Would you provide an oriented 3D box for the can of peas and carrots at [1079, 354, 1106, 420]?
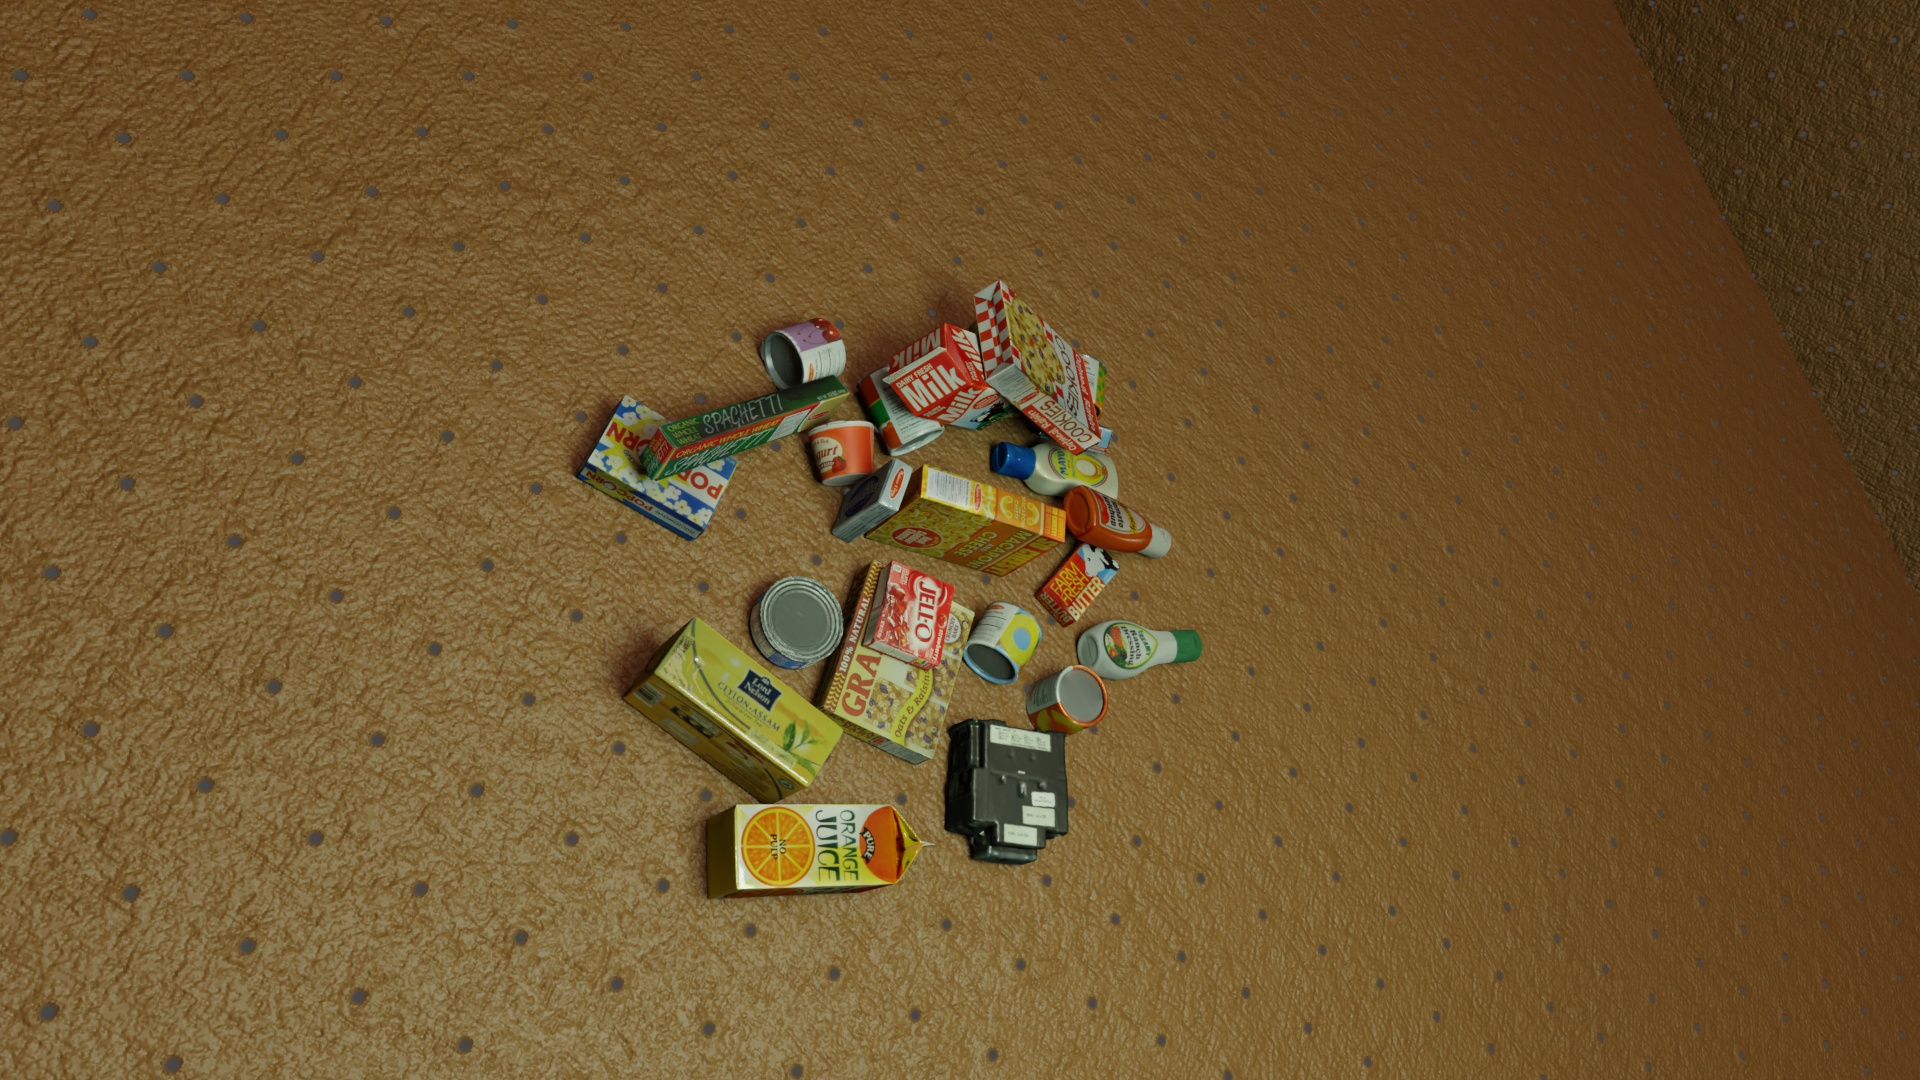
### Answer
[{"bbox_3d":[0.134,-0.171,1.603,0.071,0.070,0.059,20,61,-24],"label":"can of peas and carrots"}]

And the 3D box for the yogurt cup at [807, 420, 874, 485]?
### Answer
[{"bbox_3d":[-0.118,-0.087,1.410,0.072,0.072,0.054,-4,80,-33],"label":"yogurt cup"}]

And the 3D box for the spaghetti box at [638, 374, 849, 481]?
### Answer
[{"bbox_3d":[-0.203,-0.111,1.337,0.029,0.050,0.251,51,38,10],"label":"spaghetti box"}]

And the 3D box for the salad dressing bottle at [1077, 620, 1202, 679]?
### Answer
[{"bbox_3d":[0.199,0.118,1.529,0.148,0.043,0.064,0,69,-32],"label":"salad dressing bottle"}]

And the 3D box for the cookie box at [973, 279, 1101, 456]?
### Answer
[{"bbox_3d":[0.082,-0.181,1.480,0.167,0.040,0.123,35,37,-43],"label":"cookie box"}]

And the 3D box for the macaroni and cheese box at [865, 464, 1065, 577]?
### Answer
[{"bbox_3d":[0.005,-0.018,1.417,0.166,0.123,0.040,16,63,-26],"label":"macaroni and cheese box"}]

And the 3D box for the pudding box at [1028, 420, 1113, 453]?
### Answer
[{"bbox_3d":[0.124,-0.124,1.572,0.084,0.050,0.030,14,100,-14],"label":"pudding box"}]

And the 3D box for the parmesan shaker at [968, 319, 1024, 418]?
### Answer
[{"bbox_3d":[0.053,-0.198,1.558,0.071,0.071,0.103,-2,71,-32],"label":"parmesan shaker"}]

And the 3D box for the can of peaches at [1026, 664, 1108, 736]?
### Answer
[{"bbox_3d":[0.113,0.169,1.445,0.071,0.058,0.071,13,63,-27],"label":"can of peaches"}]

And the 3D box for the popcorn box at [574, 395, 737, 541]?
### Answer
[{"bbox_3d":[-0.285,-0.067,1.312,0.126,0.038,0.085,31,56,-17],"label":"popcorn box"}]

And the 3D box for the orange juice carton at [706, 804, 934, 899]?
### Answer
[{"bbox_3d":[-0.123,0.277,1.242,0.193,0.071,0.073,6,67,-29],"label":"orange juice carton"}]

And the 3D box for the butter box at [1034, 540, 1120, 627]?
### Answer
[{"bbox_3d":[0.129,0.044,1.530,0.053,0.024,0.104,47,53,-5],"label":"butter box"}]

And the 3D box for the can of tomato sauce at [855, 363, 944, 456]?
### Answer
[{"bbox_3d":[-0.063,-0.139,1.466,0.071,0.071,0.083,-21,82,-36],"label":"can of tomato sauce"}]

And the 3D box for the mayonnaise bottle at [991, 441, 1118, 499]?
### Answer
[{"bbox_3d":[0.106,-0.078,1.557,0.148,0.041,0.065,12,57,-28],"label":"mayonnaise bottle"}]

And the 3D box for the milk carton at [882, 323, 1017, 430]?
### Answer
[{"bbox_3d":[-0.007,-0.169,1.435,0.191,0.072,0.073,4,61,-64],"label":"milk carton"}]

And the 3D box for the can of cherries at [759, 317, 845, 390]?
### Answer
[{"bbox_3d":[-0.162,-0.192,1.427,0.058,0.071,0.071,-27,85,-37],"label":"can of cherries"}]

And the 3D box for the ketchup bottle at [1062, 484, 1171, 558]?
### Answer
[{"bbox_3d":[0.178,-0.014,1.554,0.149,0.043,0.065,20,45,-43],"label":"ketchup bottle"}]

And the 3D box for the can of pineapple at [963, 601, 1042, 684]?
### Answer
[{"bbox_3d":[0.044,0.107,1.424,0.071,0.070,0.058,42,54,-10],"label":"can of pineapple"}]

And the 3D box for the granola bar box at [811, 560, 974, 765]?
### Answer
[{"bbox_3d":[-0.066,0.120,1.366,0.124,0.039,0.166,28,58,-19],"label":"granola bar box"}]

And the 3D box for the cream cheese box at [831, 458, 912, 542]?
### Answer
[{"bbox_3d":[-0.089,-0.039,1.381,0.024,0.103,0.053,31,58,-20],"label":"cream cheese box"}]
